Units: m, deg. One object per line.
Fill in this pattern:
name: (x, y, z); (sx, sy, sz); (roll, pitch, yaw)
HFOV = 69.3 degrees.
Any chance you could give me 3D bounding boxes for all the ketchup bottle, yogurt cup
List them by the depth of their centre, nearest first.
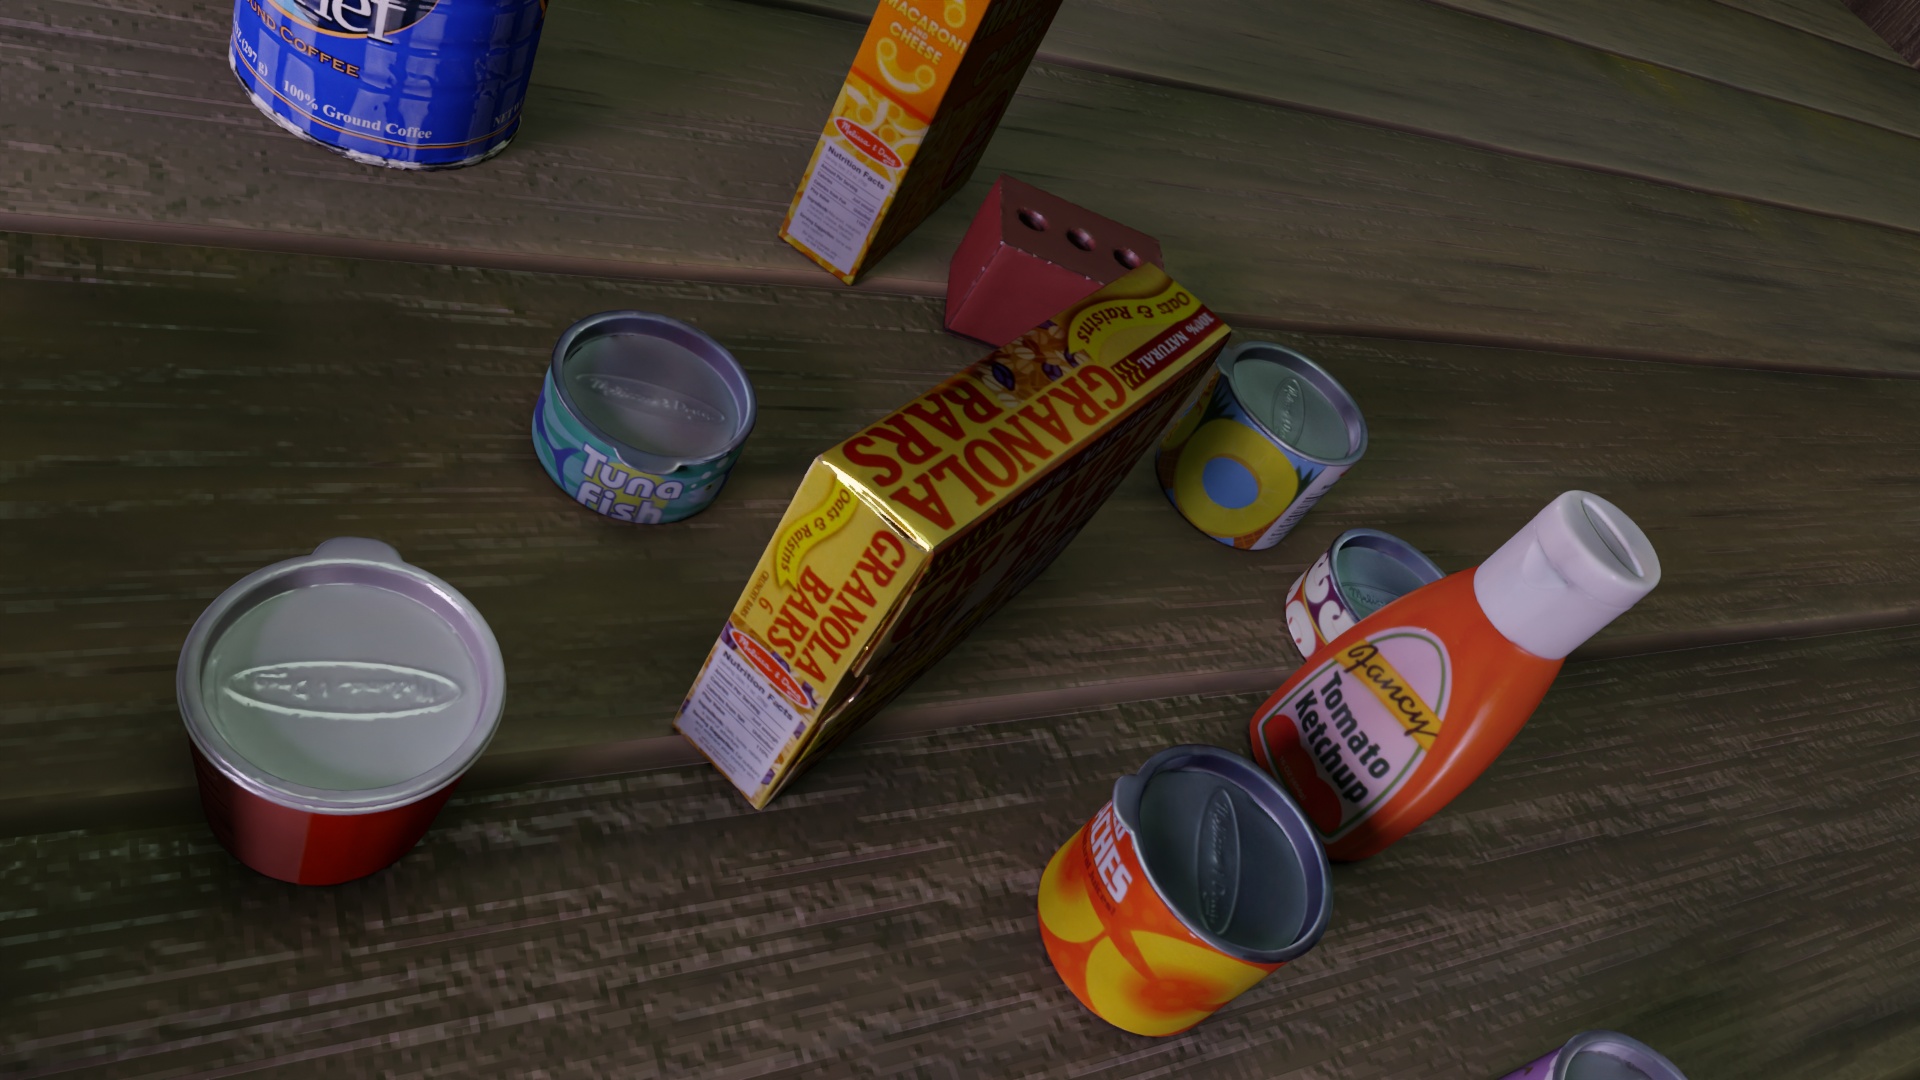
yogurt cup: (-0.147, 0.045, 0.328); (0.072, 0.053, 0.073); (17, 45, -18)
ketchup bottle: (0.155, 0.043, 0.446); (0.043, 0.148, 0.065); (-3, 54, -34)

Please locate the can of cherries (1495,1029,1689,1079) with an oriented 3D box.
can of cherries: (0.177, 0.185, 0.397); (0.071, 0.058, 0.072); (17, 45, -18)

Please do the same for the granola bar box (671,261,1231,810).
granola bar box: (0.001, -0.005, 0.413); (0.039, 0.123, 0.166); (43, 43, 9)

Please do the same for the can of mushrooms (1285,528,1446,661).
can of mushrooms: (0.164, 0.032, 0.546); (0.071, 0.033, 0.071); (17, 45, -18)

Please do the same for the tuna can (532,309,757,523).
tuna can: (-0.102, -0.038, 0.446); (0.071, 0.032, 0.071); (17, 45, -18)

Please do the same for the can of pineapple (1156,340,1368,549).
can of pineapple: (0.120, -0.039, 0.566); (0.071, 0.057, 0.071); (17, 45, -18)

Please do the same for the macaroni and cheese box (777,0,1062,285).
macaroni and cheese box: (0.000, -0.196, 0.553); (0.040, 0.165, 0.124); (35, 42, 1)

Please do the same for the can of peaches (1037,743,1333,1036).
can of peaches: (0.061, 0.101, 0.403); (0.071, 0.057, 0.071); (17, 45, -18)
